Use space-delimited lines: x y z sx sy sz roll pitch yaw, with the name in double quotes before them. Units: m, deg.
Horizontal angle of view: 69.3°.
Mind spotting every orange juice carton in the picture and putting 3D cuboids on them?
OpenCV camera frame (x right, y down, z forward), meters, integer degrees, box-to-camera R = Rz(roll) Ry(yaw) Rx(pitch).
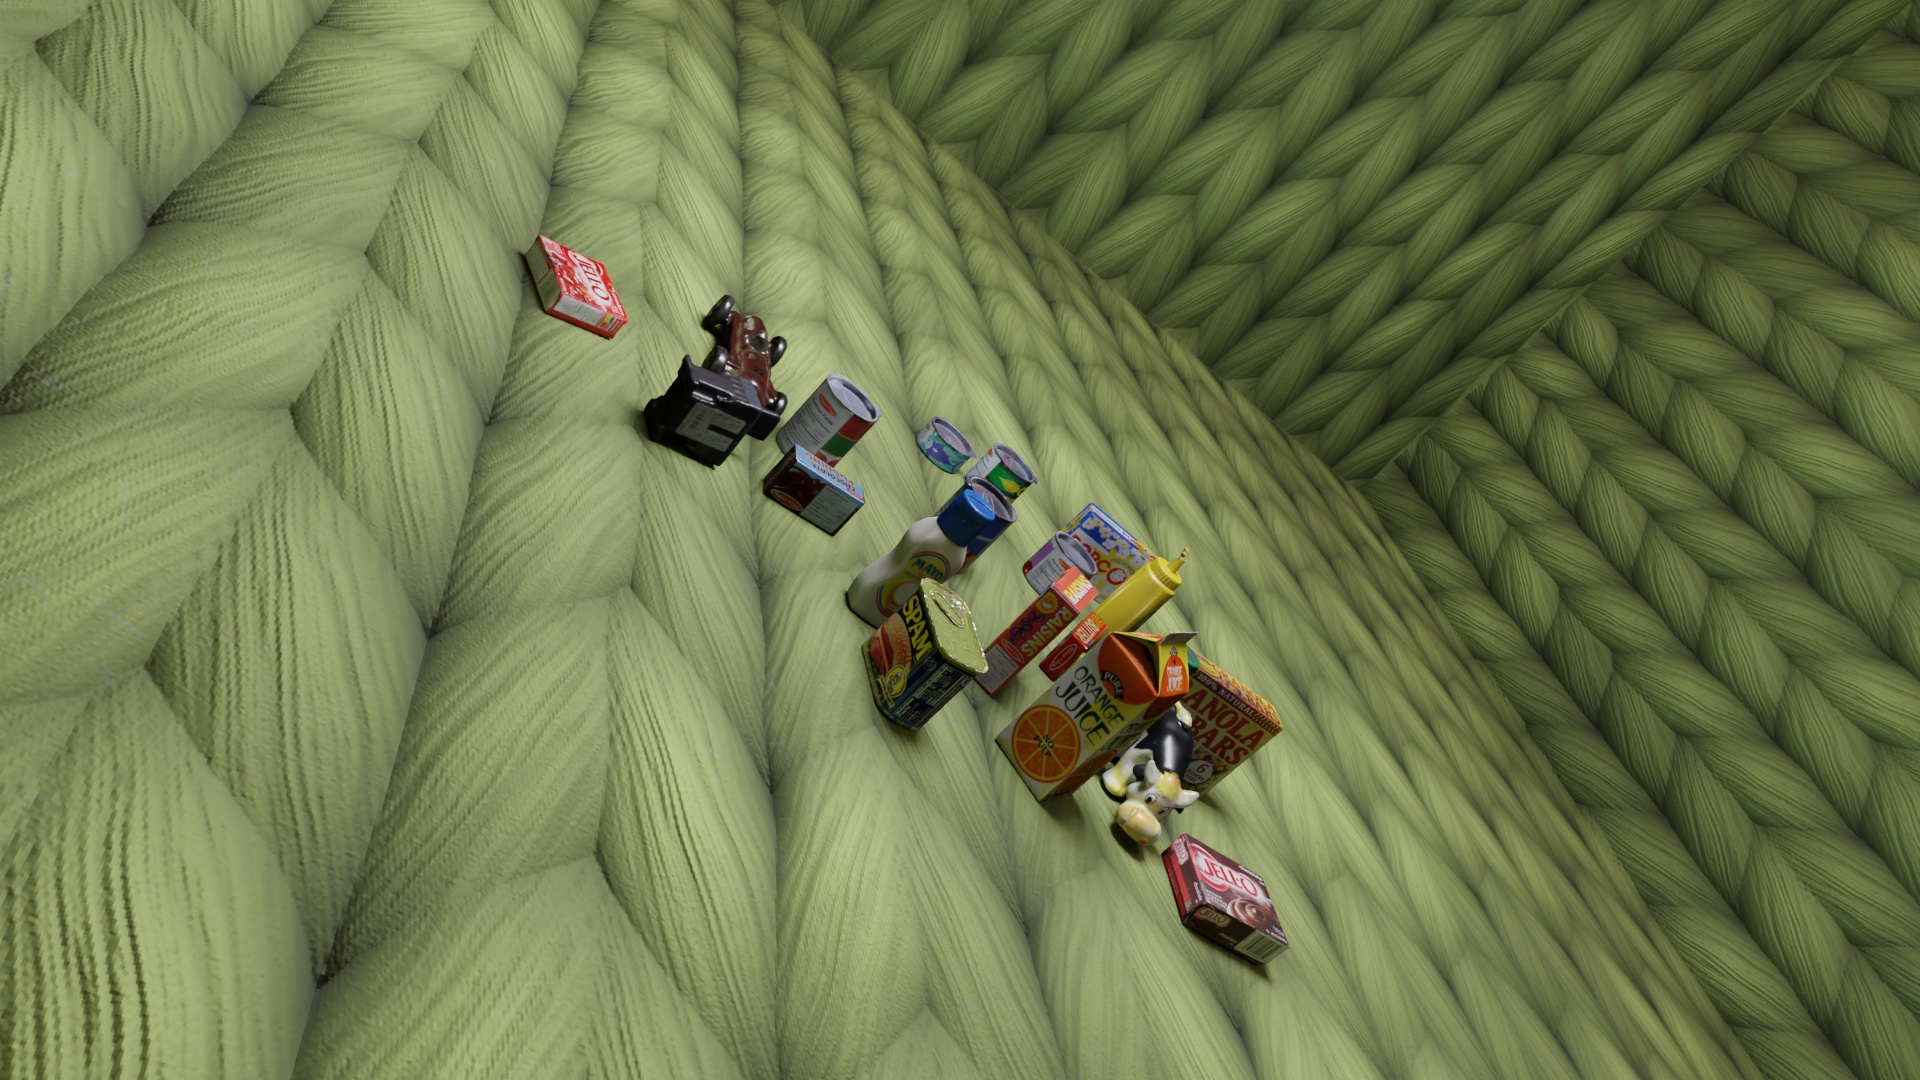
"orange juice carton" 0.130 0.142 1.229 0.073 0.192 0.072 54 22 22

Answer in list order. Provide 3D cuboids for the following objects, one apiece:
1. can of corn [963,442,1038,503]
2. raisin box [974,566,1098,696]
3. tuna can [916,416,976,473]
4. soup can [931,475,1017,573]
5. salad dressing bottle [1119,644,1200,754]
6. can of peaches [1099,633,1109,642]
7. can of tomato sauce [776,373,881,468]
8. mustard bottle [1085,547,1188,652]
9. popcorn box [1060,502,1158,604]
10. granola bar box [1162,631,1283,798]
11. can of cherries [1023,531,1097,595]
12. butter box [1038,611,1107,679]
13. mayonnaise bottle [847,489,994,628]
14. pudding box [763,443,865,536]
"can of corn" 0.048 -0.073 1.672 0.071 0.058 0.071 38 22 -18
"raisin box" 0.069 0.085 1.321 0.040 0.123 0.086 47 20 5
"tuna can" -0.017 -0.112 1.660 0.071 0.032 0.071 38 22 -18
"soup can" 0.005 -0.018 1.452 0.071 0.083 0.072 38 21 -18
"salad dressing bottle" 0.166 0.154 1.338 0.044 0.147 0.064 22 31 -47
"can of peaches" 0.159 0.143 1.472 0.071 0.058 0.071 38 22 -18
"can of tomato sauce" -0.131 -0.113 1.377 0.071 0.083 0.071 38 21 -18
"mustard bottle" 0.198 0.065 1.546 0.049 0.159 0.065 49 21 10
"popcorn box" 0.176 0.024 1.689 0.126 0.085 0.038 38 21 -17
"granola bar box" 0.232 0.182 1.440 0.165 0.124 0.039 35 22 -24
"can of cherries" 0.115 0.032 1.598 0.071 0.058 0.072 38 22 -18
"butter box" 0.120 0.110 1.468 0.024 0.053 0.104 47 21 5
"mayonnaise bottle" -0.032 0.017 1.225 0.064 0.147 0.041 34 23 -27
"pudding box" -0.135 -0.047 1.290 0.083 0.049 0.030 33 23 -29
